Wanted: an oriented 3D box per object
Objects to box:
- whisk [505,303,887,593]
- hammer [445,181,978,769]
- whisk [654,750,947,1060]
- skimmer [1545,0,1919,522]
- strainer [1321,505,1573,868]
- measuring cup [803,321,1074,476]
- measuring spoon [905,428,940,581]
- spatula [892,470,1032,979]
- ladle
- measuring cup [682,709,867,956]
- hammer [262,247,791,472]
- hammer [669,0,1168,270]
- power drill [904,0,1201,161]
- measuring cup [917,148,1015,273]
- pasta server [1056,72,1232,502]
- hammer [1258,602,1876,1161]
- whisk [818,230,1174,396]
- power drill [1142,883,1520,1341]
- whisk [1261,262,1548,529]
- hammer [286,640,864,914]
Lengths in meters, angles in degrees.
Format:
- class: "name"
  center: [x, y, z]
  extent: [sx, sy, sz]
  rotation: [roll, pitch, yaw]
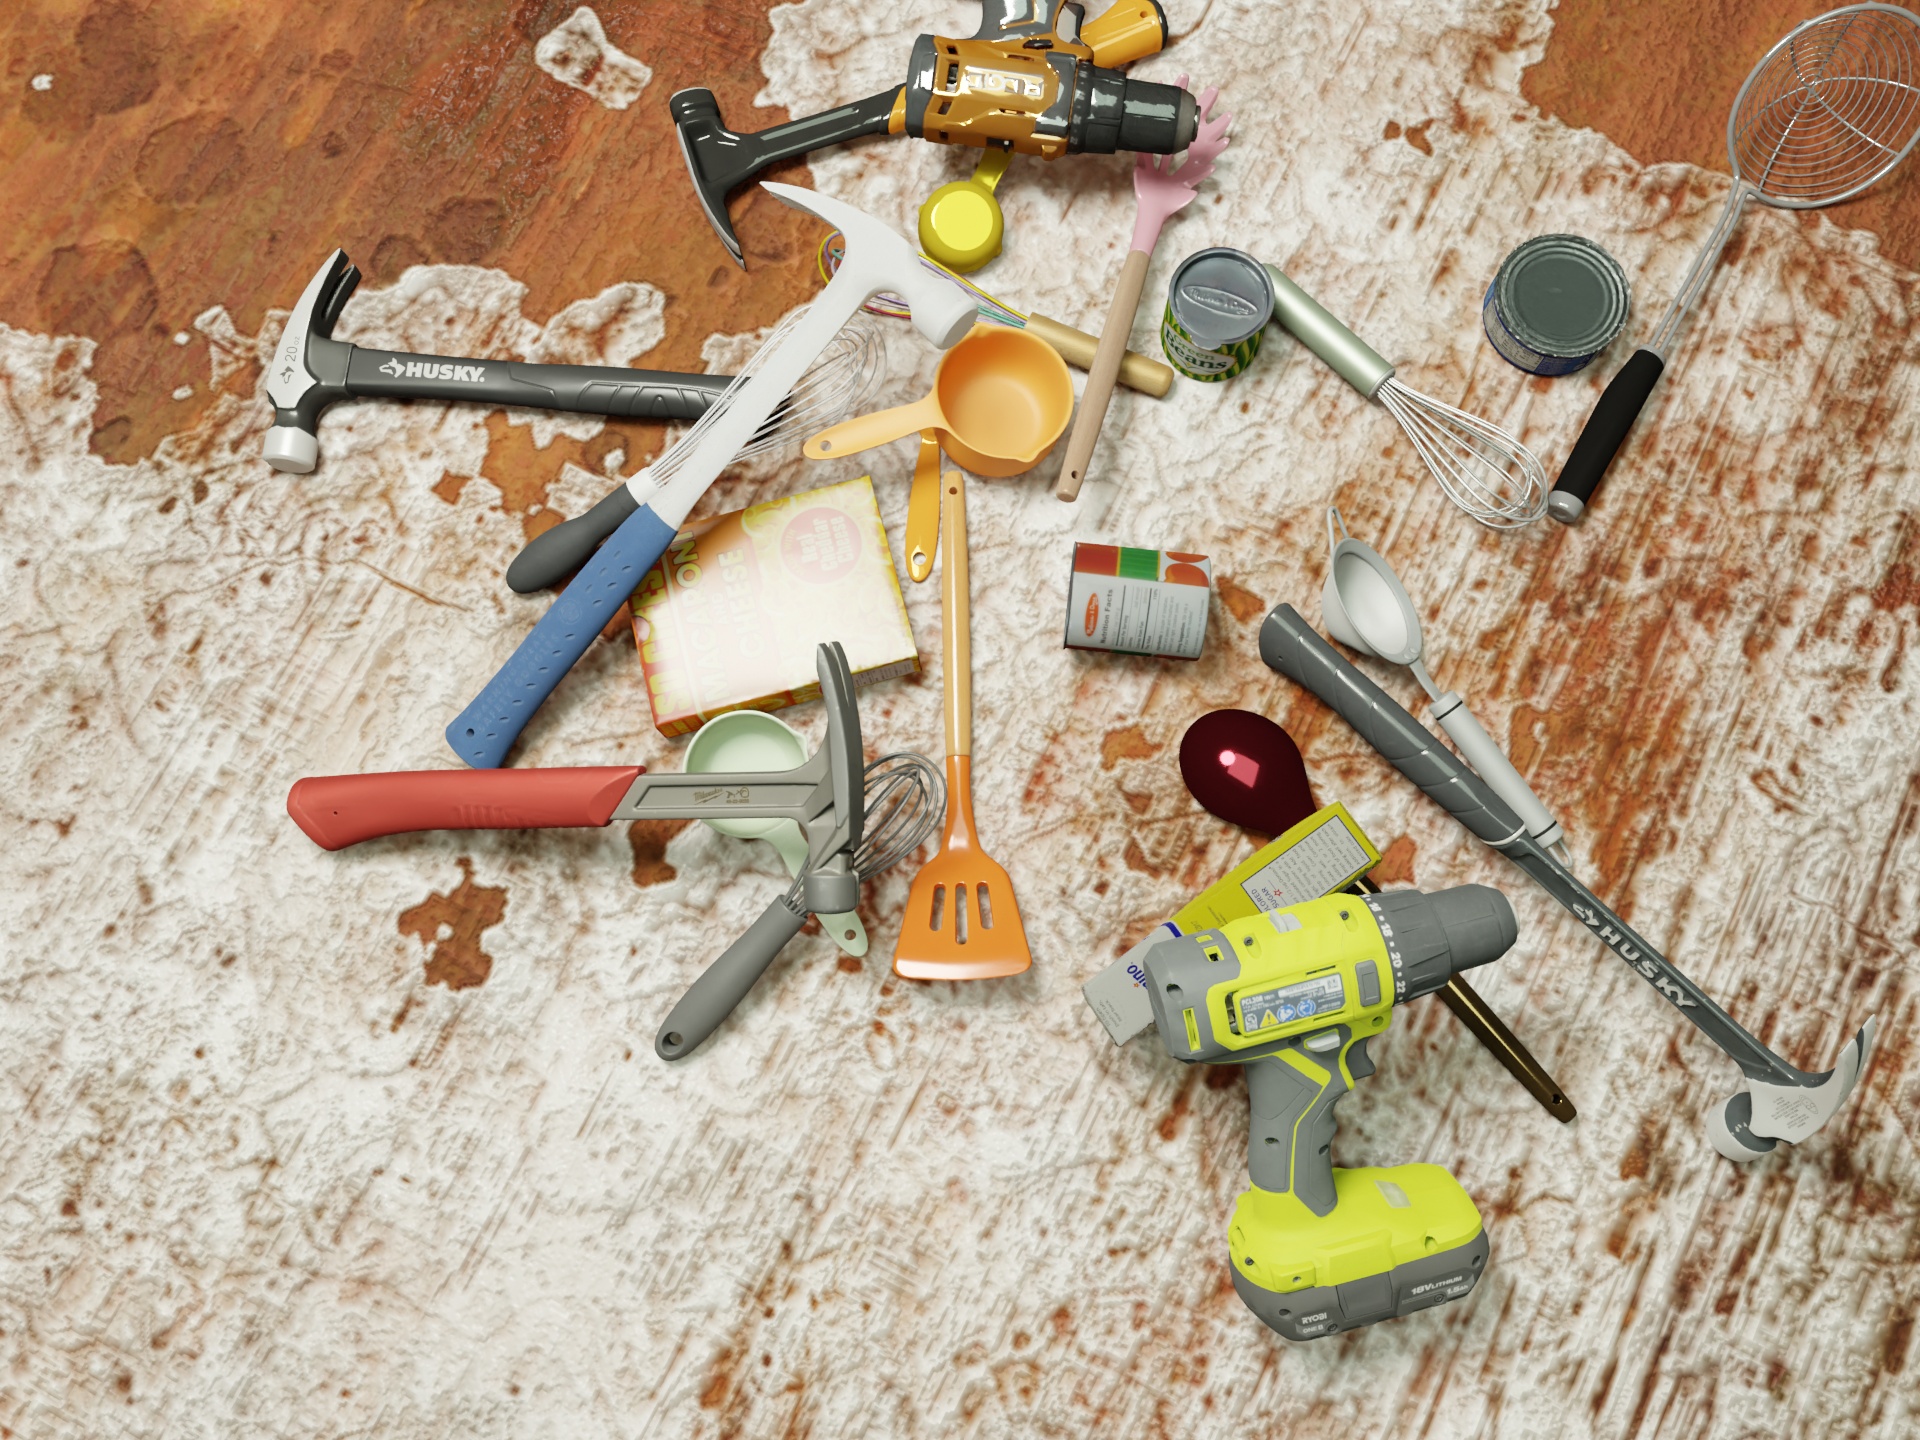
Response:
- class: "whisk"
  center: [-0.169, -0.163, 0.985]
  extent: [0.284, 0.070, 0.070]
  rotation: [-33, 78, 9]
- class: "hammer"
  center: [-0.173, -0.133, 0.940]
  extent: [0.144, 0.035, 0.405]
  rotation: [44, 101, 10]
- class: "whisk"
  center: [-0.096, 0.112, 0.928]
  extent: [0.055, 0.055, 0.239]
  rotation: [44, 97, 10]
- class: "skimmer"
  center: [0.483, -0.278, 0.992]
  extent: [0.127, 0.090, 0.363]
  rotation: [36, 82, -26]
- class: "strainer"
  center: [0.286, -0.014, 0.963]
  extent: [0.258, 0.050, 0.087]
  rotation: [53, 40, 6]
- class: "measuring cup"
  center: [-0.015, -0.185, 0.997]
  extent: [0.173, 0.052, 0.095]
  rotation: [-18, 81, -9]
- class: "measuring spoon"
  center: [-0.023, -0.145, 1.017]
  extent: [0.021, 0.011, 0.117]
  rotation: [4, 77, 3]
- class: "spatula"
  center: [-0.002, -0.003, 0.969]
  extent: [0.081, 0.041, 0.323]
  rotation: [-2, 76, 2]
- class: "ladle"
  center: [0.248, 0.114, 0.943]
  extent: [0.069, 0.031, 0.315]
  rotation: [-41, 81, -5]
- class: "measuring cup"
  center: [-0.104, 0.070, 0.964]
  extent: [0.083, 0.038, 0.167]
  rotation: [-32, 95, -3]
- class: "hammer"
  center: [-0.277, -0.223, 1.031]
  extent: [0.335, 0.035, 0.146]
  rotation: [5, 78, 3]
- class: "hammer"
  center: [-0.019, -0.411, 1.067]
  extent: [0.337, 0.034, 0.127]
  rotation: [-19, 76, -3]
- class: "power drill"
  center: [0.069, -0.466, 0.997]
  extent: [0.185, 0.084, 0.226]
  rotation: [8, 92, 1]
- class: "measuring cup"
  center: [0.023, -0.368, 1.037]
  extent: [0.062, 0.029, 0.156]
  rotation: [27, 95, -5]
- class: "pasta server"
  center: [0.109, -0.277, 1.008]
  extent: [0.060, 0.040, 0.316]
  rotation: [21, 68, -8]
- class: "hammer"
  center: [0.326, 0.076, 0.907]
  extent: [0.036, 0.149, 0.409]
  rotation: [-37, 71, -23]
- class: "whisk"
  center: [0.022, -0.260, 1.032]
  extent: [0.245, 0.051, 0.047]
  rotation: [22, 100, 2]
- class: "power drill"
  center: [0.209, 0.198, 0.842]
  extent: [0.190, 0.080, 0.228]
  rotation: [-14, 108, -3]
- class: "whisk"
  center: [0.274, -0.209, 1.009]
  extent: [0.246, 0.057, 0.059]
  rotation: [45, 52, 14]
- class: "hammer"
  center: [-0.229, 0.035, 0.920]
  extent: [0.359, 0.036, 0.149]
  rotation: [-1, 94, 16]
